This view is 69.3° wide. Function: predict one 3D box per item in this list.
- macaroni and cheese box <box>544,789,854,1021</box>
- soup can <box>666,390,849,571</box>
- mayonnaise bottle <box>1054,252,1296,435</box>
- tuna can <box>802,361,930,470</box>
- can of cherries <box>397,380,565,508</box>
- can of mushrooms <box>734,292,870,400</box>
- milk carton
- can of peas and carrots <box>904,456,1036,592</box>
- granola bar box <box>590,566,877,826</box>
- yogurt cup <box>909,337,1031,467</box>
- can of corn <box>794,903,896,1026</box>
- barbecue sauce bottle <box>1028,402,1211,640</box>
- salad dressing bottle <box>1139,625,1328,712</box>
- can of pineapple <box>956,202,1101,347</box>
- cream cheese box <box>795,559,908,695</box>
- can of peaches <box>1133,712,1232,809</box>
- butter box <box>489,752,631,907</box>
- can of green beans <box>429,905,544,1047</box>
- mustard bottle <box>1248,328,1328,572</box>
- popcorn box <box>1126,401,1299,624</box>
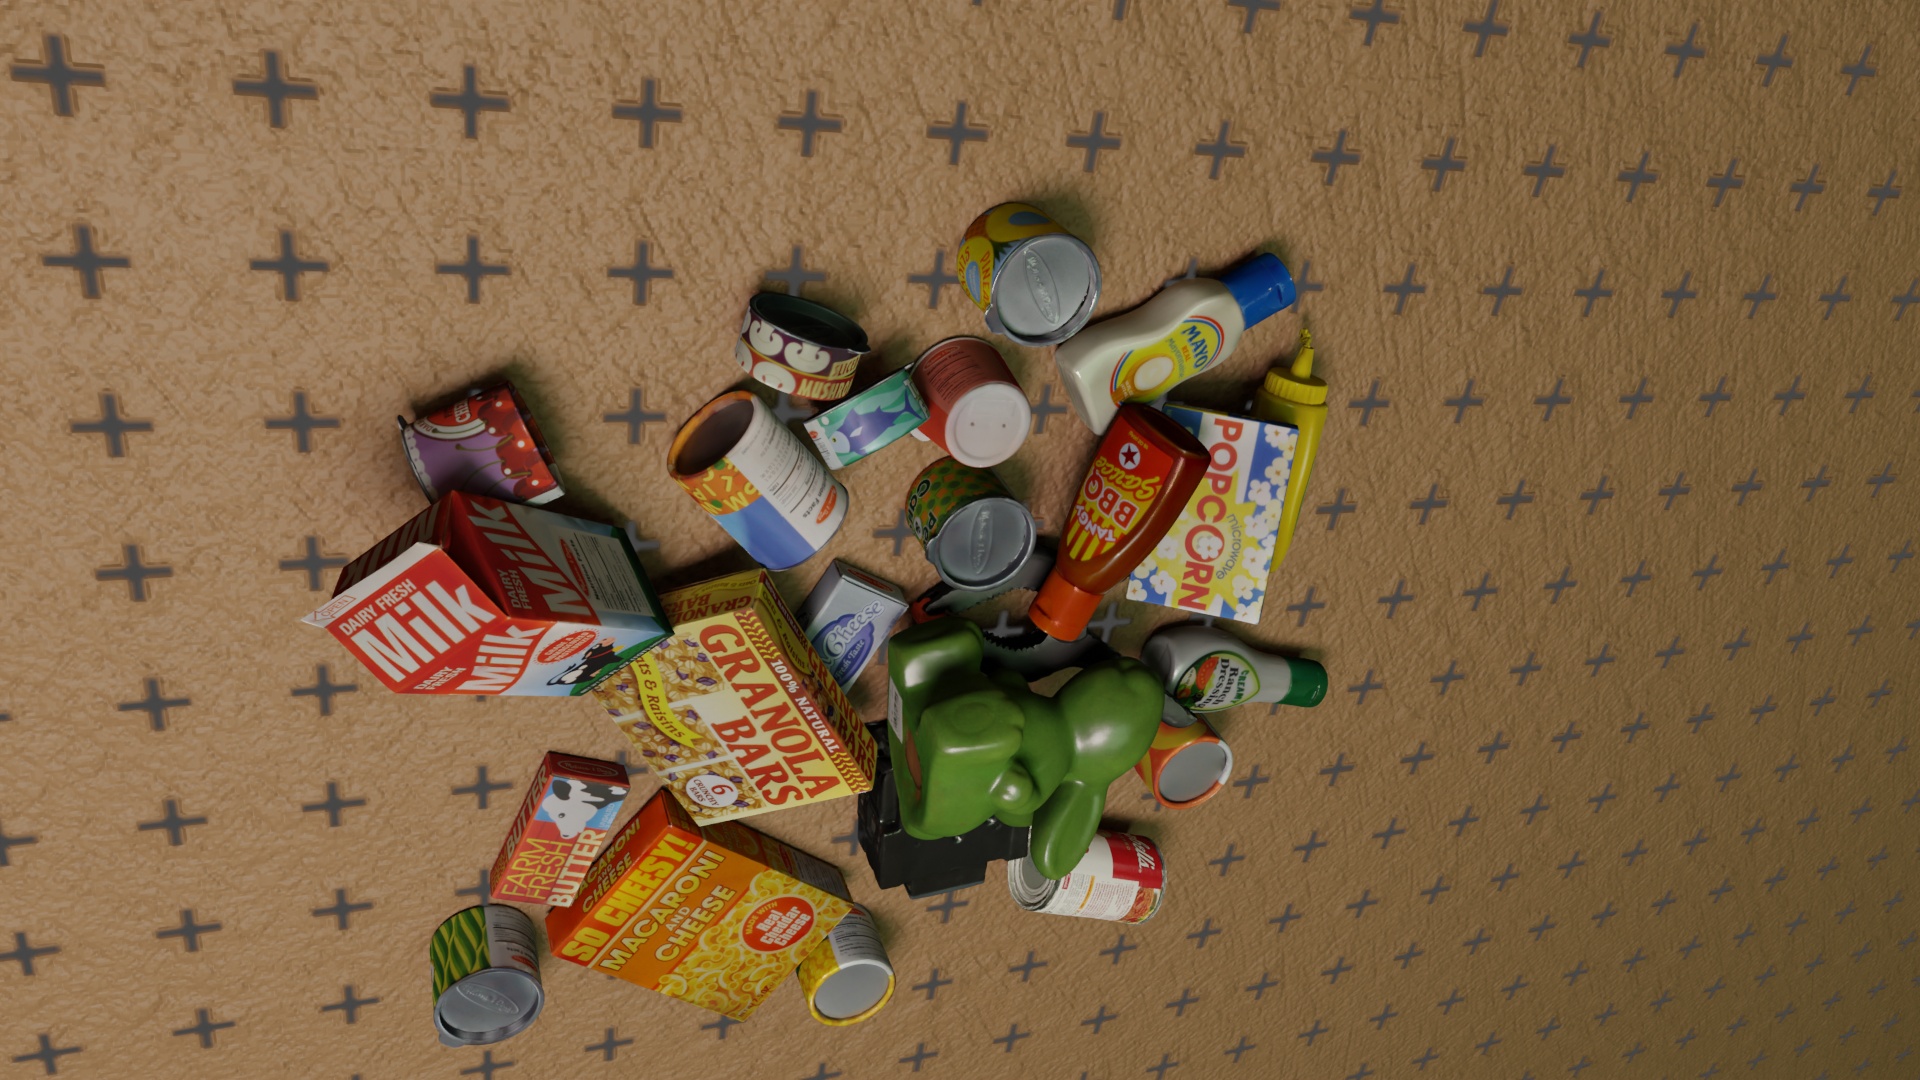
[{"bbox_3d":[-0.175,0.251,0.942,0.123,0.040,0.166,-48,127,9],"label":"macaroni and cheese box"},{"bbox_3d":[-0.115,-0.033,0.780,0.071,0.071,0.083,-39,126,3],"label":"soup can"},{"bbox_3d":[0.133,-0.125,0.847,0.148,0.041,0.064,-30,130,-4],"label":"mayonnaise bottle"},{"bbox_3d":[-0.050,-0.070,0.779,0.071,0.071,0.033,-30,100,-5],"label":"tuna can"},{"bbox_3d":[-0.245,-0.043,0.713,0.058,0.072,0.071,-26,127,-8],"label":"can of cherries"},{"bbox_3d":[-0.084,-0.103,0.746,0.071,0.071,0.033,9,117,-28],"label":"can of mushrooms"},{"bbox_3d":[-0.232,0.030,0.693,0.072,0.073,0.190,-32,165,12],"label":"milk carton"},{"bbox_3d":[0.003,-0.011,0.849,0.071,0.059,0.070,-11,123,-17],"label":"can of peas and carrots"},{"bbox_3d":[-0.139,0.098,0.836,0.124,0.039,0.164,-15,129,16],"label":"granola bar box"},{"bbox_3d":[0.007,-0.078,0.812,0.072,0.054,0.072,-11,123,-18],"label":"yogurt cup"},{"bbox_3d":[-0.087,0.309,1.005,0.071,0.058,0.070,-11,123,-17],"label":"can of corn"},{"bbox_3d":[0.091,-0.007,0.845,0.044,0.065,0.148,3,124,-46],"label":"barbecue sauce bottle"},{"bbox_3d":[0.202,0.098,1.014,0.148,0.044,0.064,9,115,-28],"label":"salad dressing bottle"},{"bbox_3d":[0.036,-0.149,0.779,0.071,0.058,0.070,-11,123,-17],"label":"can of pineapple"},{"bbox_3d":[-0.084,0.067,0.879,0.053,0.024,0.103,26,106,-33],"label":"cream cheese box"},{"bbox_3d":[0.156,0.155,1.020,0.071,0.058,0.071,-12,124,-18],"label":"can of peaches"},{"bbox_3d":[-0.253,0.184,0.875,0.053,0.024,0.103,18,111,-32],"label":"butter box"},{"bbox_3d":[-0.304,0.277,0.889,0.071,0.058,0.071,-11,124,-18],"label":"can of green beans"},{"bbox_3d":[0.207,-0.060,0.906,0.049,0.065,0.159,13,112,2],"label":"mustard bottle"},{"bbox_3d":[0.157,-0.018,0.869,0.085,0.038,0.126,11,98,7],"label":"popcorn box"}]
